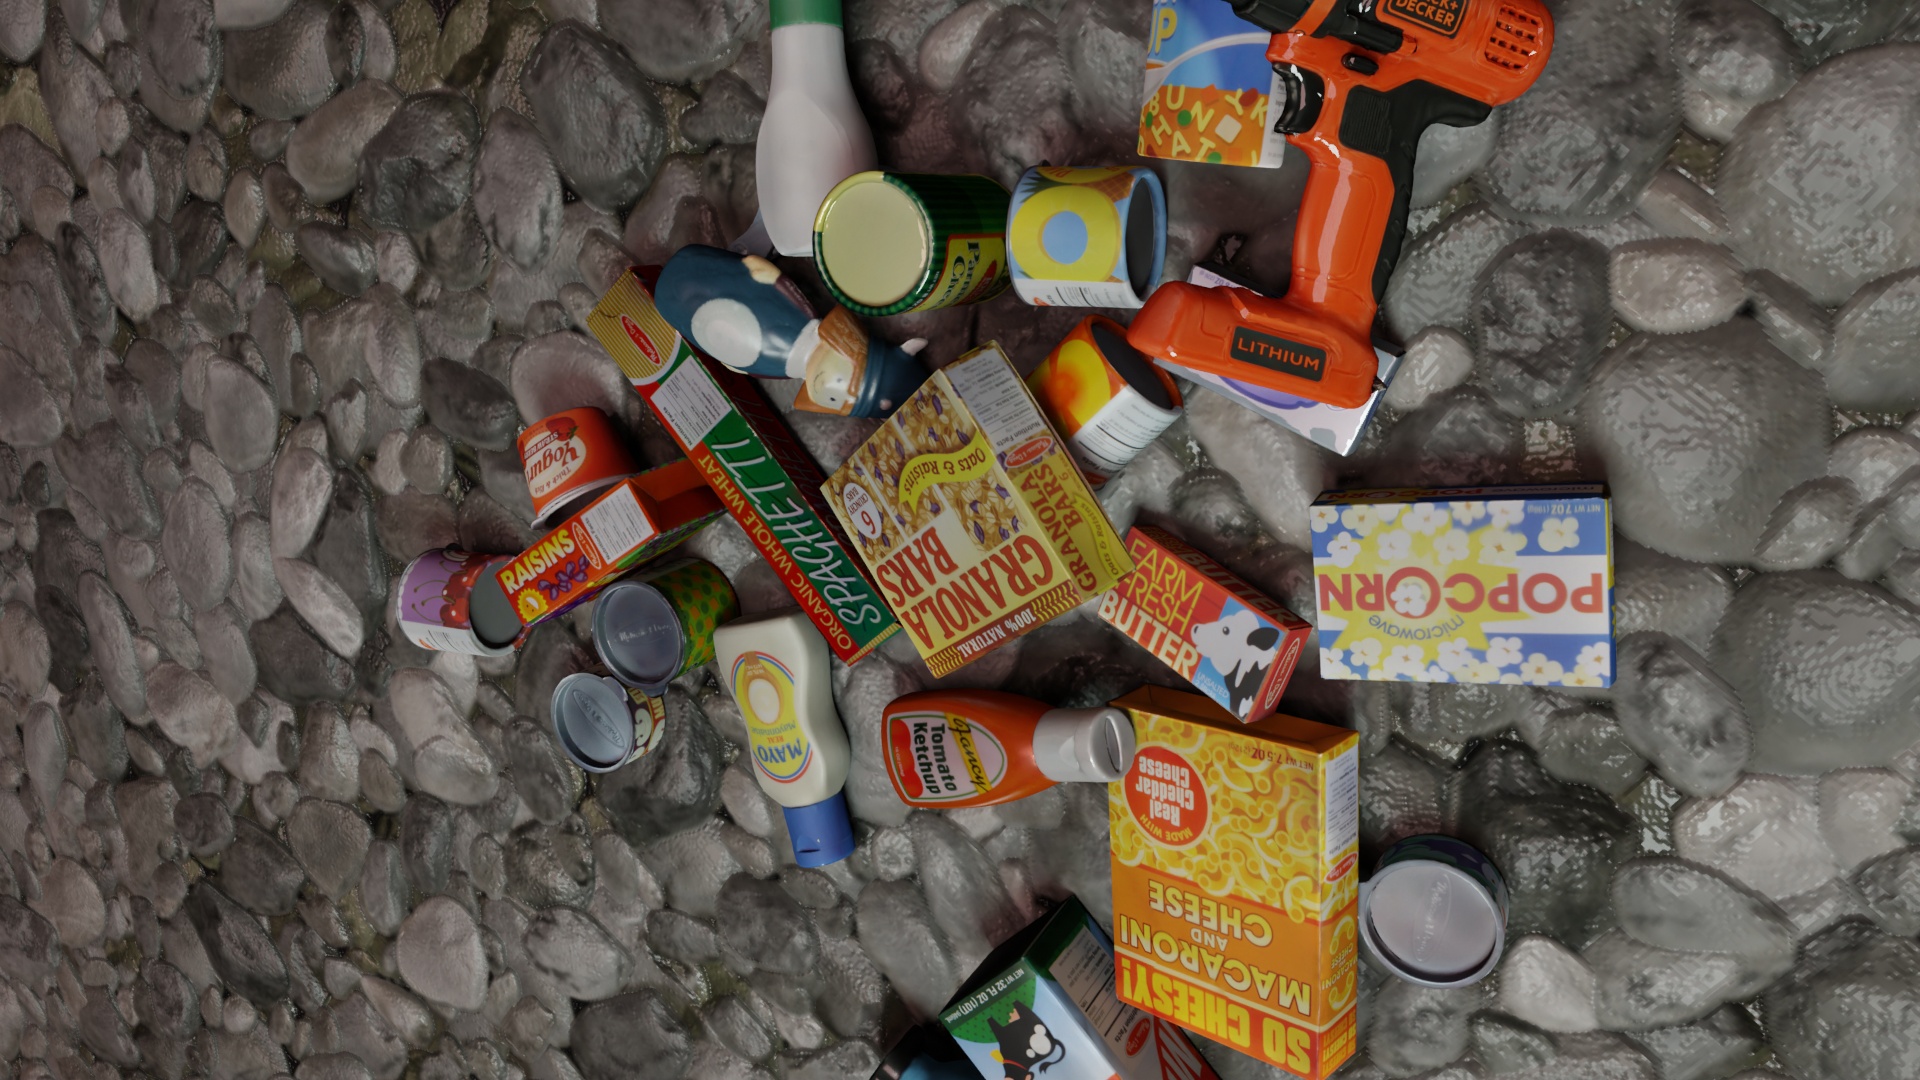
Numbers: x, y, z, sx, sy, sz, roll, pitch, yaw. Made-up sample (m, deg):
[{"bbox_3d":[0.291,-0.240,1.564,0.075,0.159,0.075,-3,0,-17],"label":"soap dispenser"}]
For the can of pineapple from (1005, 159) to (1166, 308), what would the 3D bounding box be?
[{"bbox_3d":[0.060,-0.145,0.655,0.058,0.071,0.070,6,105,25],"label":"can of pineapple"}]

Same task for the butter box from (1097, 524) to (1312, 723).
[{"bbox_3d":[0.116,0.038,0.675,0.104,0.024,0.053,37,118,37],"label":"butter box"}]

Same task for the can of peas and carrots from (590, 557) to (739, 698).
[{"bbox_3d":[-0.172,0.050,0.821,0.071,0.059,0.070,7,106,25],"label":"can of peas and carrots"}]

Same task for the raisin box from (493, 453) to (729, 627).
[{"bbox_3d":[-0.197,-0.001,0.805,0.123,0.086,0.040,-30,91,29],"label":"raisin box"}]

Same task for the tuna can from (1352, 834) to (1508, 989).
[{"bbox_3d":[0.225,0.177,0.667,0.071,0.033,0.071,6,105,25],"label":"tuna can"}]

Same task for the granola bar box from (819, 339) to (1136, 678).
[{"bbox_3d":[0.002,-0.009,0.688,0.124,0.039,0.165,59,150,2],"label":"granola bar box"}]

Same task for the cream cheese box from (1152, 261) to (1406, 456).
[{"bbox_3d":[0.147,-0.085,0.649,0.104,0.024,0.053,29,114,18],"label":"cream cheese box"}]

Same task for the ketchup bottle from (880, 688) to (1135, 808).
[{"bbox_3d":[0.023,0.107,0.724,0.148,0.044,0.064,-10,93,45],"label":"ketchup bottle"}]

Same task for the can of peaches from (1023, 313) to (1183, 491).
[{"bbox_3d":[0.064,-0.069,0.671,0.058,0.071,0.071,-44,81,28],"label":"can of peaches"}]

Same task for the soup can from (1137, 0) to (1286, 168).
[{"bbox_3d":[0.112,-0.210,0.612,0.071,0.071,0.083,13,108,24],"label":"soup can"}]

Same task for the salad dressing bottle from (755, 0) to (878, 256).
[{"bbox_3d":[-0.074,-0.219,0.700,0.064,0.044,0.147,1,98,28],"label":"salad dressing bottle"}]

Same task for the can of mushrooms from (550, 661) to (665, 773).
[{"bbox_3d":[-0.220,0.108,0.873,0.071,0.033,0.071,7,105,26],"label":"can of mushrooms"}]

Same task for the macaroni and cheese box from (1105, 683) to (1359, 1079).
[{"bbox_3d":[0.134,0.165,0.689,0.123,0.040,0.166,9,107,43],"label":"macaroni and cheese box"}]

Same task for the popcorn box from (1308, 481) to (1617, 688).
[{"bbox_3d":[0.226,0.019,0.627,0.126,0.038,0.085,-1,103,27],"label":"popcorn box"}]

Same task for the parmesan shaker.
[{"bbox_3d":[-0.020,-0.143,0.674,0.071,0.103,0.071,7,106,25],"label":"parmesan shaker"}]

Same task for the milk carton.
[{"bbox_3d":[0.084,0.297,0.744,0.072,0.074,0.190,-44,82,28],"label":"milk carton"}]

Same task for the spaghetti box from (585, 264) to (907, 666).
[{"bbox_3d":[-0.117,-0.042,0.779,0.050,0.029,0.250,-39,87,31],"label":"spaghetti box"}]

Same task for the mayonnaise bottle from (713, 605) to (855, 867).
[{"bbox_3d":[-0.096,0.114,0.808,0.064,0.041,0.148,-11,96,27],"label":"mayonnaise bottle"}]

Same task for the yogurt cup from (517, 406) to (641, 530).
[{"bbox_3d":[-0.227,-0.044,0.824,0.072,0.072,0.054,-30,80,29],"label":"yogurt cup"}]

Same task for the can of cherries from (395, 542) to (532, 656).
[{"bbox_3d":[-0.313,0.037,0.885,0.058,0.072,0.071,3,104,26],"label":"can of cherries"}]
